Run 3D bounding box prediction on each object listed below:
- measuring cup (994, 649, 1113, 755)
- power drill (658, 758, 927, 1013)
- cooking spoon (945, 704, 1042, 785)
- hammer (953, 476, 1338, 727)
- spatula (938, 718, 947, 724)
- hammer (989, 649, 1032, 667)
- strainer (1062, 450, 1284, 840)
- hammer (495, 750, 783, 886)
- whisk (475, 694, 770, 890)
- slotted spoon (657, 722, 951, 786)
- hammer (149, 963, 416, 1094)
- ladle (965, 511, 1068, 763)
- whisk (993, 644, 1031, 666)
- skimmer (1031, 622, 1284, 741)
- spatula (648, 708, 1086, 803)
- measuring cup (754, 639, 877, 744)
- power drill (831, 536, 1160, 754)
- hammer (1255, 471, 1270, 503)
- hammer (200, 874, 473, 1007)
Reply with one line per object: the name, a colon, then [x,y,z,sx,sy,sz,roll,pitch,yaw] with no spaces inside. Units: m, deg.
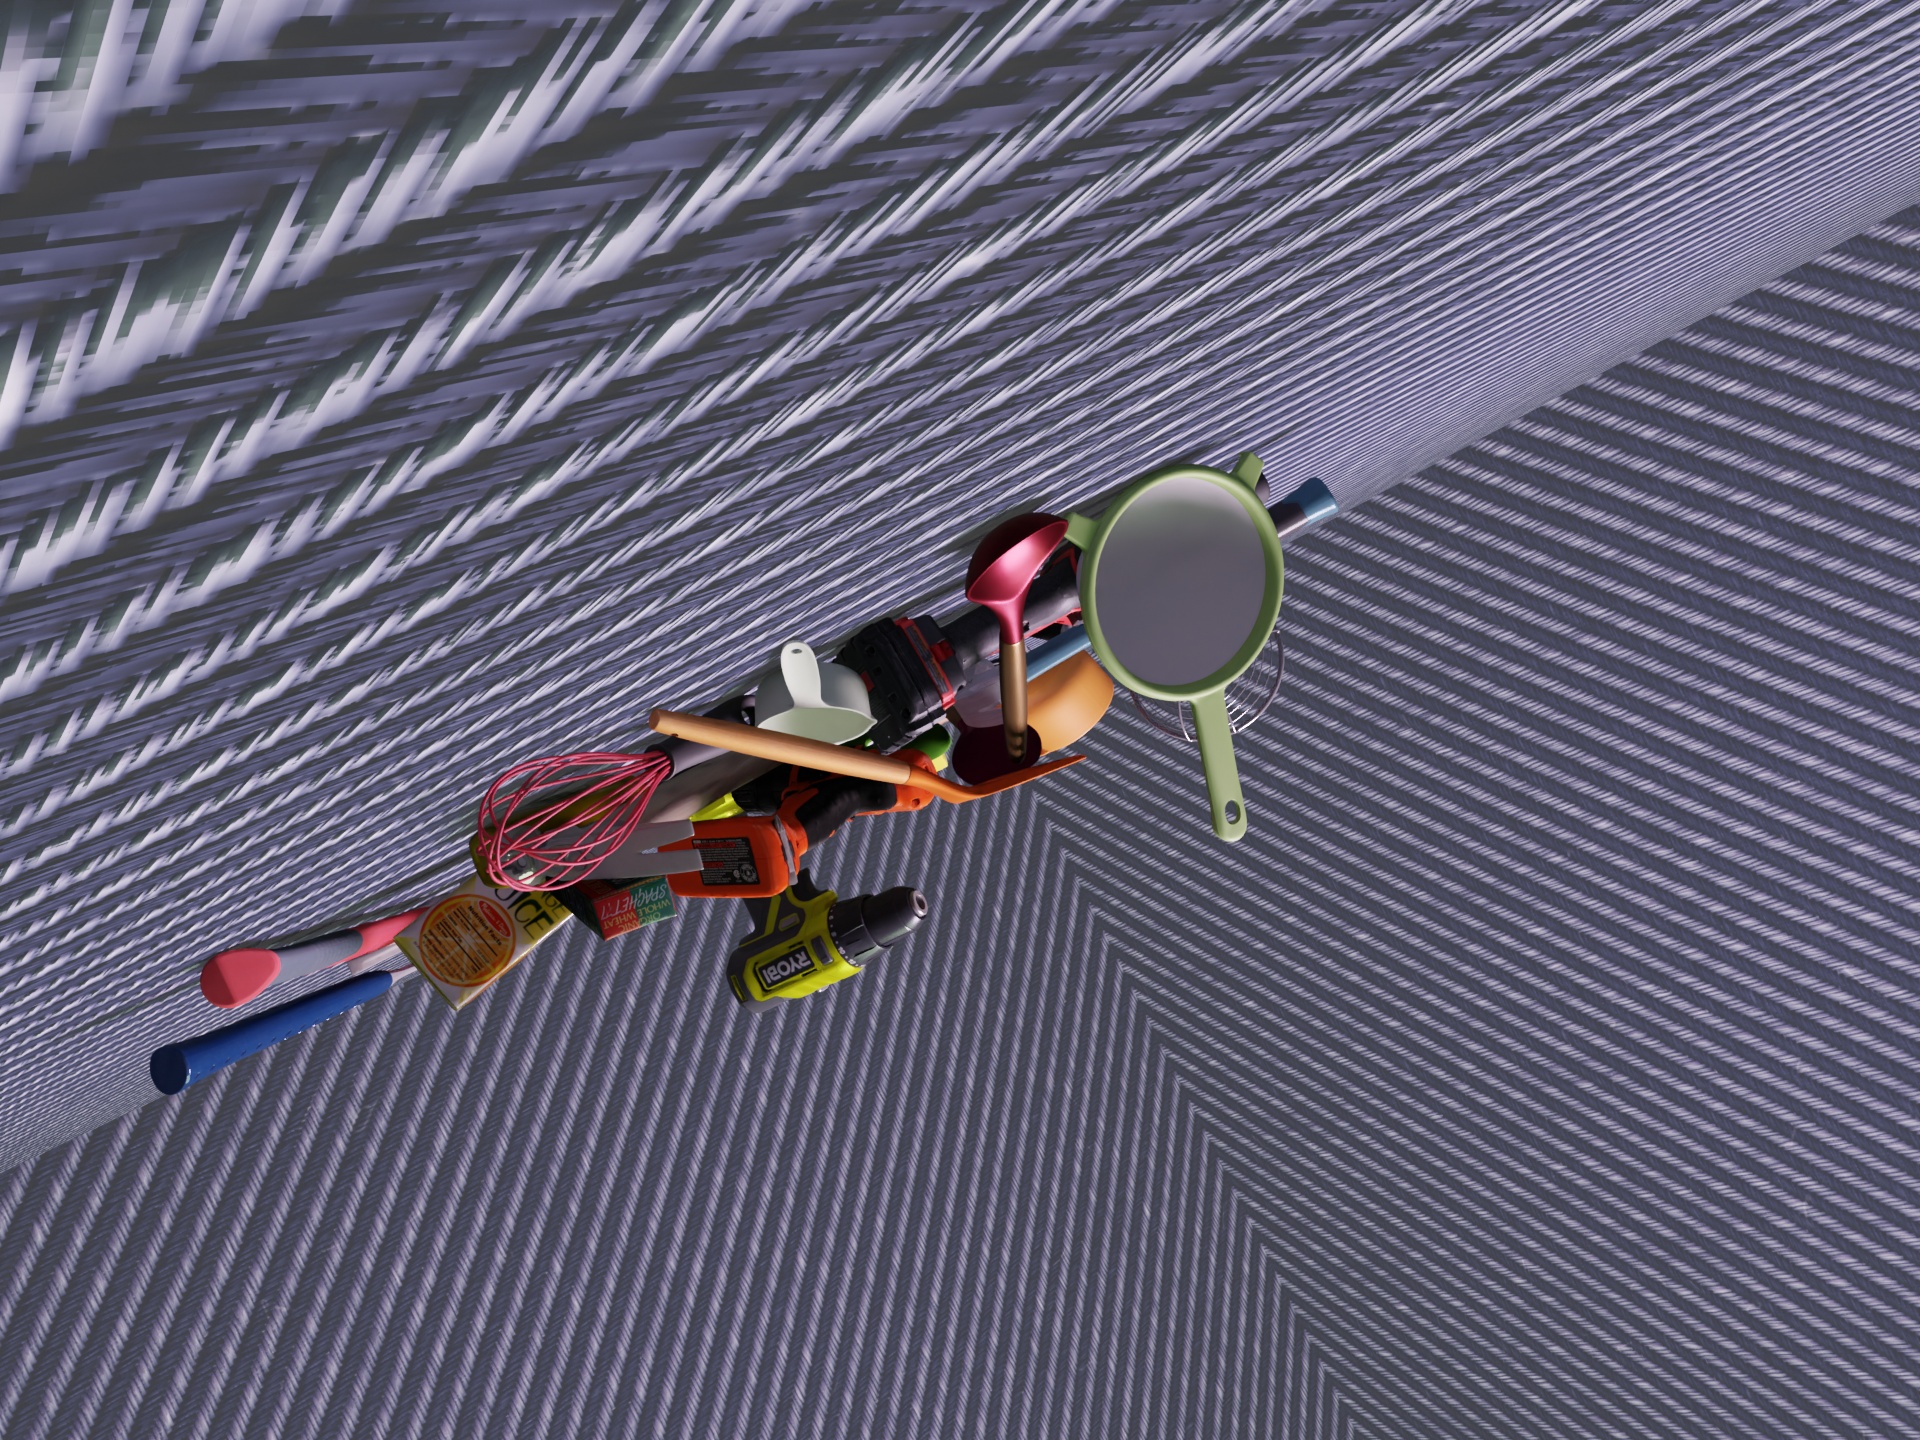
measuring cup: [0.049,-0.024,1.329,0.174,0.052,0.095,2,-130,52]
power drill: [-0.148,0.120,1.369,0.190,0.228,0.080,-27,178,23]
cooking spoon: [-0.002,-0.004,1.310,0.069,0.017,0.319,-32,-157,-5]
hammer: [0.132,-0.088,1.205,0.331,0.033,0.128,-30,-166,17]
spatula: [-0.144,0.034,1.521,0.317,0.044,0.082,-21,176,-25]
hammer: [0.020,-0.046,1.583,0.337,0.034,0.127,-20,179,9]
strainer: [0.142,-0.043,1.047,0.151,0.256,0.069,-22,-160,-21]
hammer: [-0.143,0.028,1.138,0.146,0.038,0.410,-6,-167,27]
whisk: [-0.191,0.032,0.953,0.073,0.073,0.296,-28,-176,27]
slotted spoon: [-0.155,0.040,1.296,0.314,0.031,0.070,-13,-151,22]
hammer: [-0.455,0.206,1.264,0.144,0.035,0.405,-25,178,29]
ladle: [0.034,-0.041,0.992,0.069,0.031,0.315,-32,157,-12]
whisk: [-0.066,-0.018,1.481,0.284,0.070,0.070,-21,177,-9]
skimmer: [0.144,-0.062,1.377,0.127,0.090,0.363,-68,-159,-2]
spatula: [-0.056,0.021,1.023,0.322,0.041,0.081,14,159,-39]
measuring cup: [-0.097,-0.028,1.000,0.083,0.038,0.167,-6,158,-2]
power drill: [0.026,-0.065,1.109,0.219,0.078,0.143,-30,179,-17]
hammer: [0.091,-0.113,1.258,0.335,0.035,0.146,-27,179,0]
hammer: [-0.489,0.180,1.231,0.143,0.038,0.386,-25,179,2]
